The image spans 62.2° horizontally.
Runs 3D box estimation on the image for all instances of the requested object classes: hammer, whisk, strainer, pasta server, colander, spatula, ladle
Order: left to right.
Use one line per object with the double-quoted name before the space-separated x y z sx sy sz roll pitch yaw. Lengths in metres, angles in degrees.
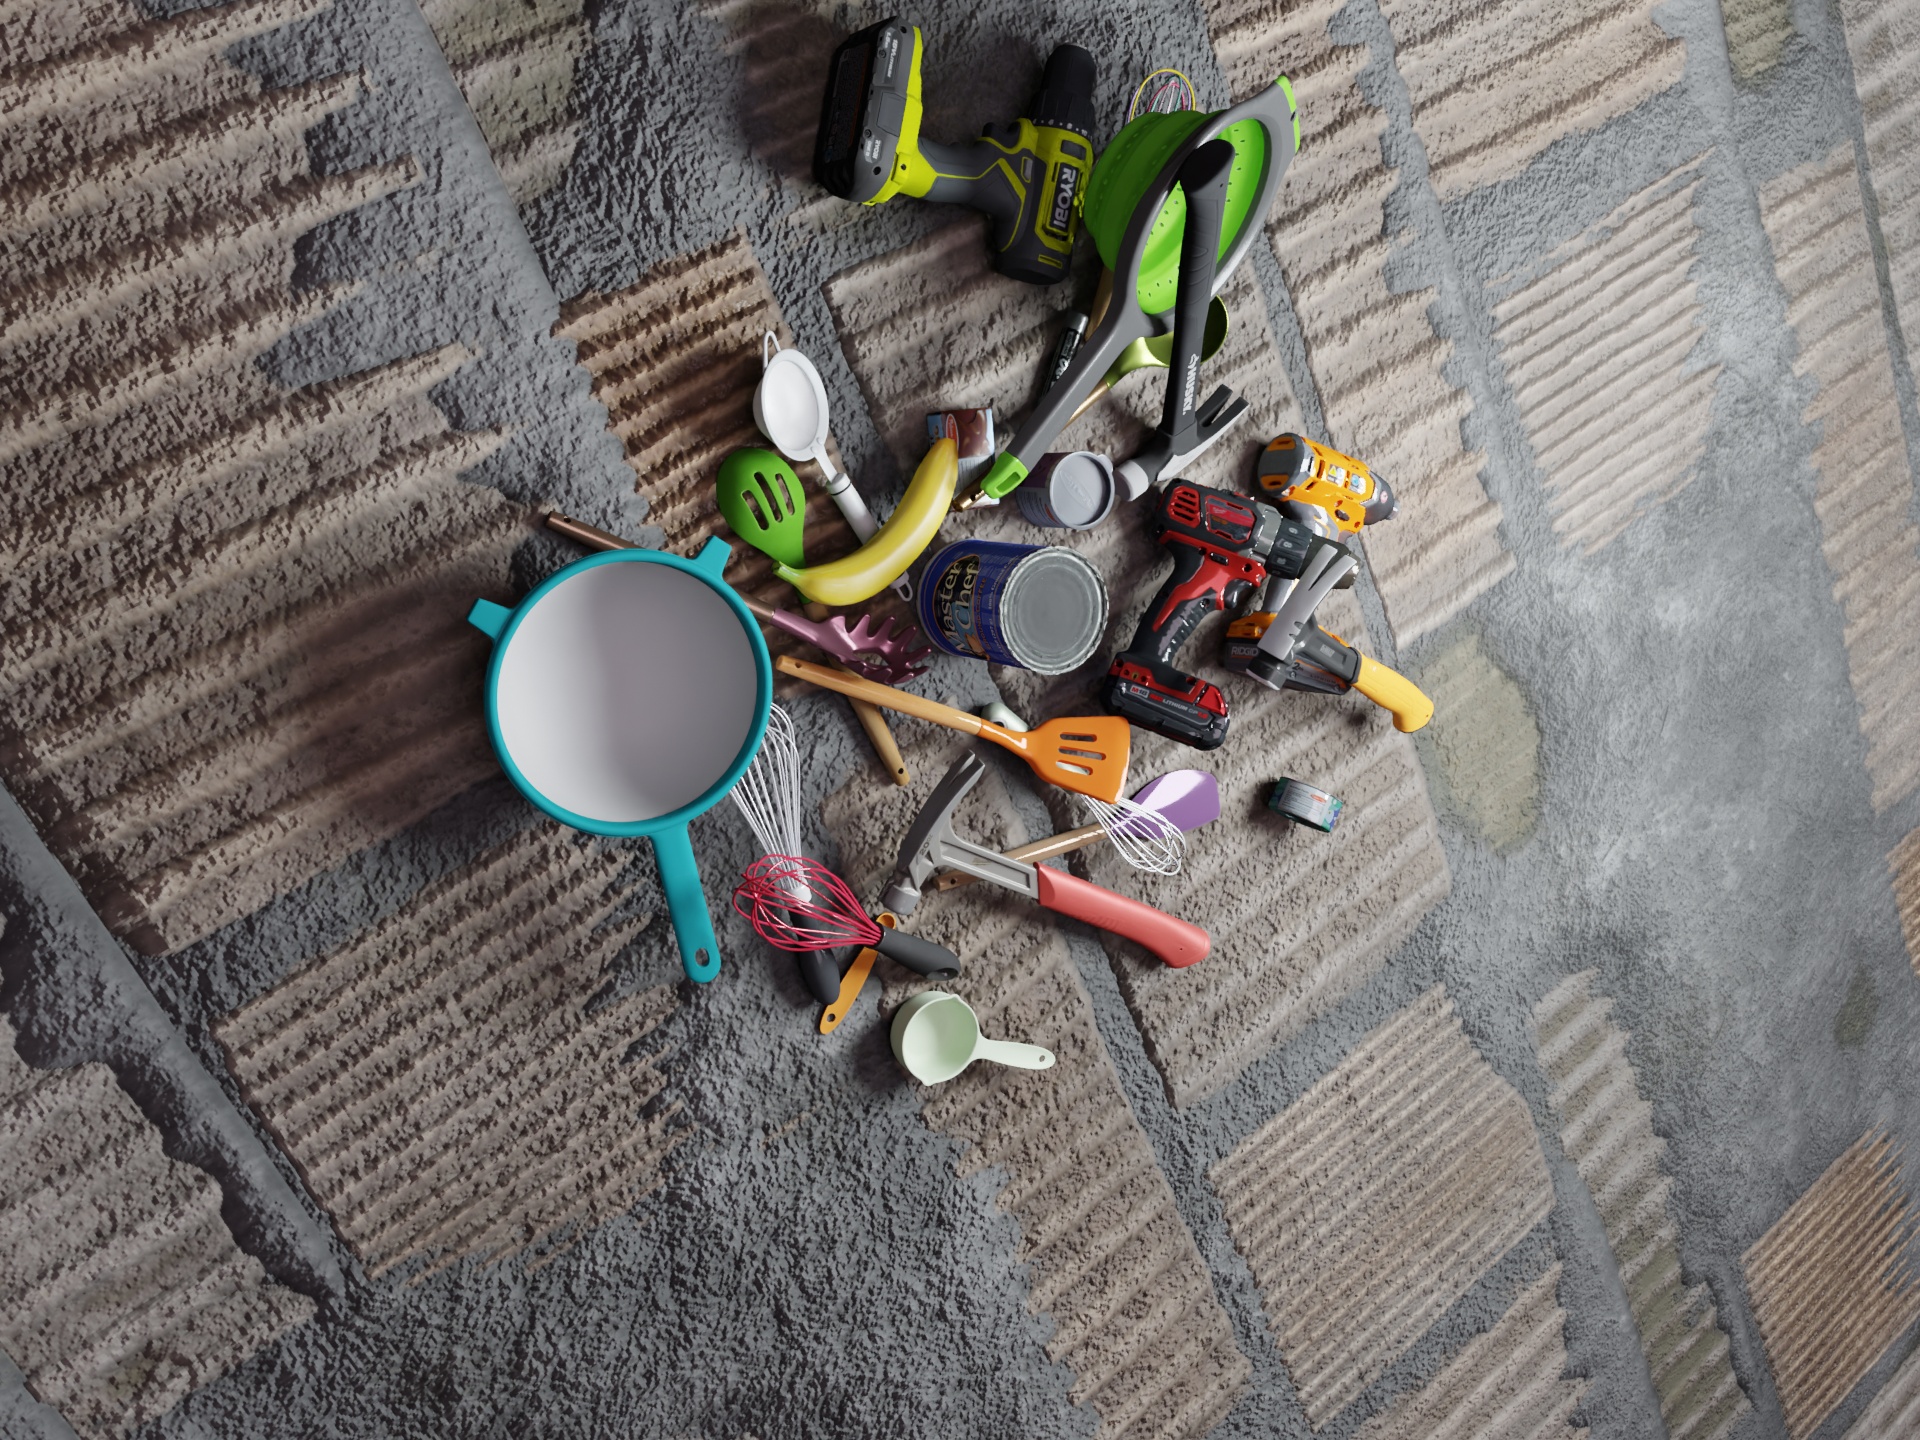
"strainer" -0.242 0.033 1.201 0.211 0.095 0.340 -19 110 -23
"pasta server" -0.168 -0.097 1.234 0.316 0.040 0.060 23 45 -22
"whisk" -0.143 0.112 1.292 0.070 0.070 0.284 -24 114 -24
"strainer" -0.104 -0.195 1.273 0.258 0.050 0.087 57 42 -30
"whisk" -0.083 0.170 1.292 0.295 0.073 0.073 34 80 -51
"spatula" -0.002 -0.004 1.328 0.322 0.041 0.081 18 70 -26
"hammer" 0.100 0.148 1.420 0.358 0.037 0.149 24 102 -36
"spatula" 0.113 0.104 1.455 0.316 0.018 0.059 -16 101 -28
"whisk" 0.111 0.061 1.424 0.246 0.058 0.059 39 36 -20
"ladle" 0.112 -0.273 1.356 0.320 0.062 0.078 -43 118 -23
"colander" 0.118 -0.360 1.296 0.397 0.094 0.204 -52 159 2
"whisk" 0.154 -0.444 1.380 0.047 0.051 0.245 13 94 -36
"hammer" 0.193 -0.329 1.307 0.146 0.035 0.334 -36 153 -20
"hammer" 0.369 -0.052 1.453 0.336 0.034 0.127 22 101 -53

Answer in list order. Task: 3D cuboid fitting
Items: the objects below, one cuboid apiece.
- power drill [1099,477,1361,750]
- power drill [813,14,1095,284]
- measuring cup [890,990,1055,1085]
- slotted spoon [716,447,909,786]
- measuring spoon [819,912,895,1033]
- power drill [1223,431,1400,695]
"power drill" 0.237 -0.088 1.419 0.188 0.080 0.227 21 87 6
"power drill" 0.009 -0.472 1.274 0.228 0.080 0.190 8 95 -33
"measuring cup" 0.011 0.286 1.416 0.167 0.038 0.083 18 89 -32
"slotted spoon" -0.109 -0.077 1.296 0.070 0.031 0.313 -35 114 -21
"measuring spoon" -0.090 0.216 1.364 0.021 0.011 0.117 32 85 -30
"power drill" 0.342 -0.143 1.513 0.164 0.084 0.226 13 88 -32
